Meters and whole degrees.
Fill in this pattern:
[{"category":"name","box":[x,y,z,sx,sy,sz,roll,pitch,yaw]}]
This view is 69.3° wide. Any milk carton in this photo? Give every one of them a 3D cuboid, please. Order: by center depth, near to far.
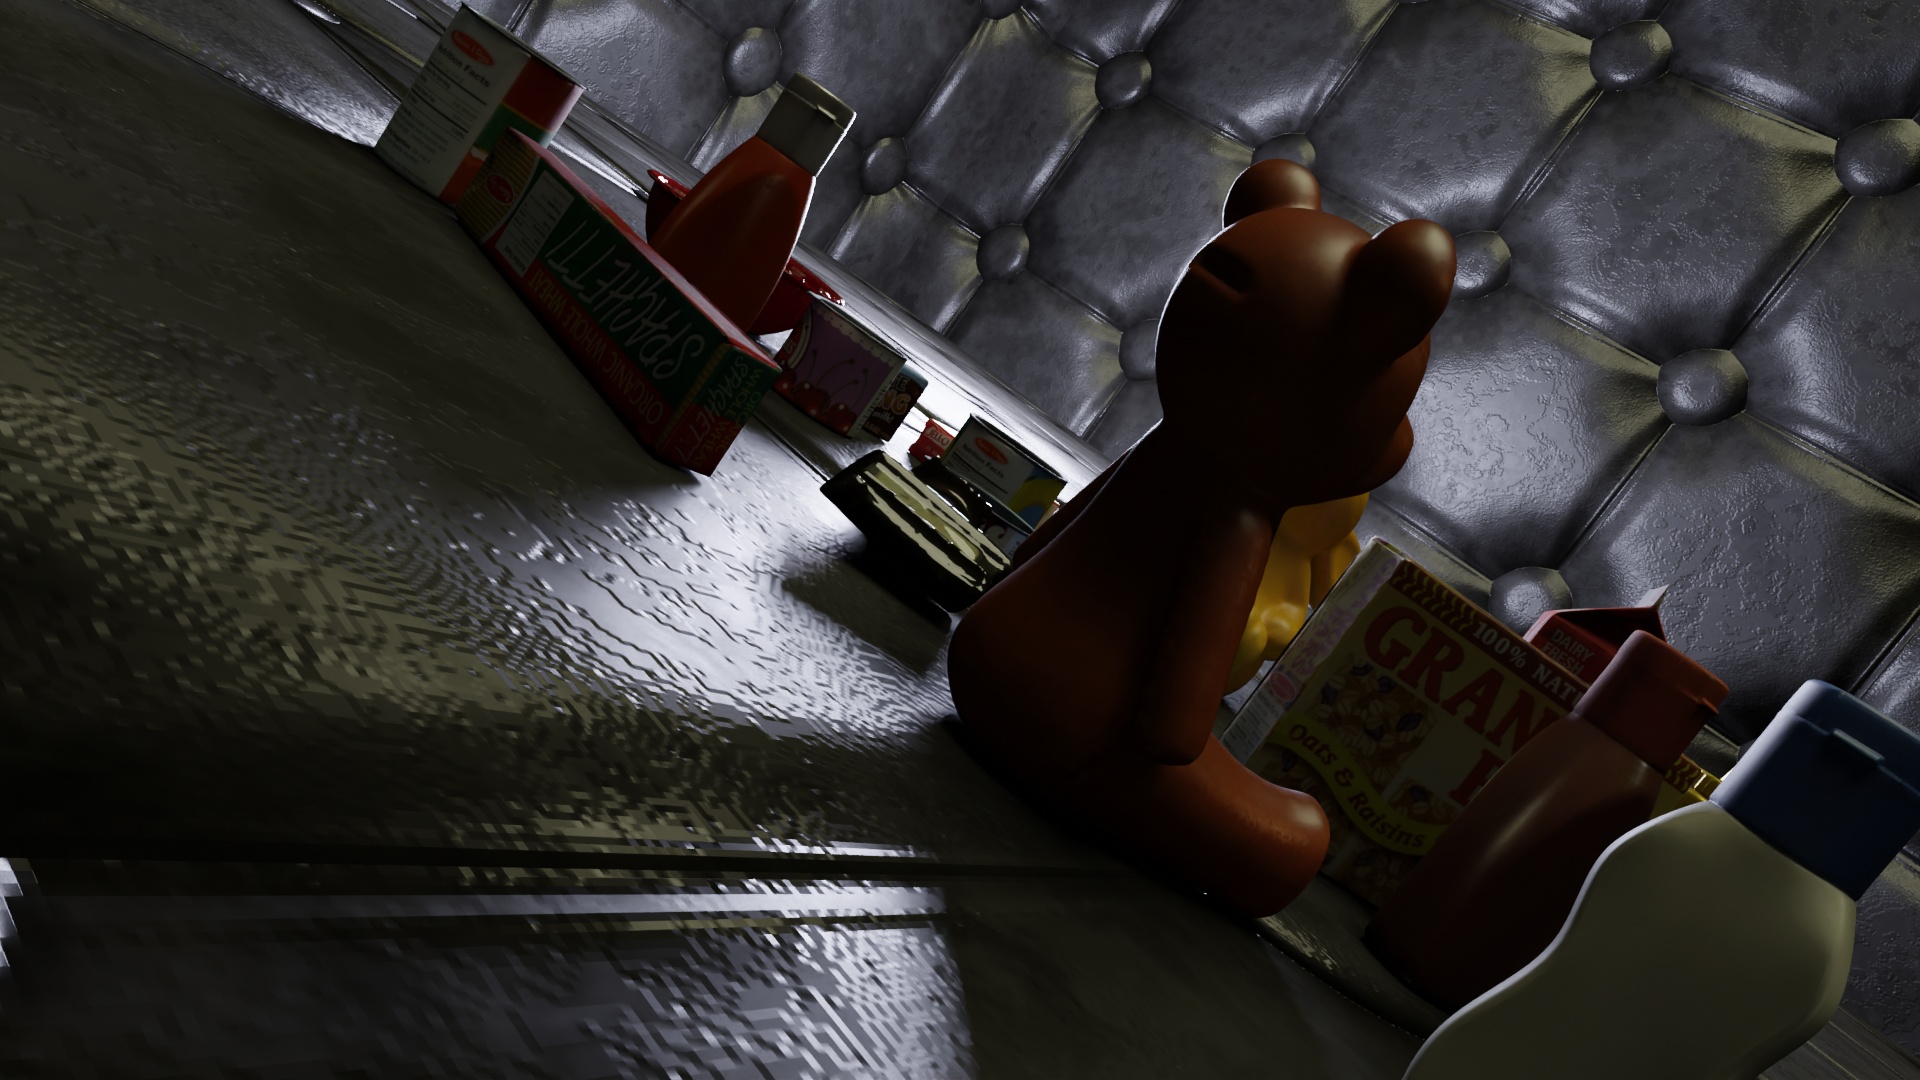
[{"category":"milk carton","box":[0.304,0.101,0.723,0.073,0.190,0.072,38,8,17]}]

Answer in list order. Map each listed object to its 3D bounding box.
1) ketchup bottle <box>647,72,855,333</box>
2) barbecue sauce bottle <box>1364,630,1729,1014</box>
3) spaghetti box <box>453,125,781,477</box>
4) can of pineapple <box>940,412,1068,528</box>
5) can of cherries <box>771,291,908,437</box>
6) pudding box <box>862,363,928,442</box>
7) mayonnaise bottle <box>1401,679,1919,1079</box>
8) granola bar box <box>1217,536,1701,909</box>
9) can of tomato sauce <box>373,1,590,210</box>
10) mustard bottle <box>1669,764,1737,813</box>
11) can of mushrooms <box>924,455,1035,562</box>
[{"category":"ketchup bottle","box":[-0.108,-0.161,0.694,0.064,0.148,0.044,31,9,-31]},{"category":"barbecue sauce bottle","box":[0.212,0.101,0.497,0.065,0.148,0.044,30,9,-34]},{"category":"spaghetti box","box":[-0.148,-0.105,0.562,0.028,0.050,0.251,28,11,-46]},{"category":"can of pineapple","box":[0.017,-0.028,0.763,0.071,0.058,0.071,35,8,-5]},{"category":"can of cherries","box":[-0.076,-0.103,0.812,0.071,0.058,0.071,35,8,-5]},{"category":"pudding box","box":[-0.067,-0.105,0.886,0.083,0.049,0.030,30,9,-33]},{"category":"mayonnaise bottle","box":[0.170,0.102,0.328,0.065,0.148,0.041,41,9,36]},{"category":"granola bar box","box":[0.200,0.094,0.573,0.165,0.124,0.039,33,8,-14]},{"category":"can of tomato sauce","box":[-0.231,-0.204,0.674,0.071,0.083,0.071,35,8,-5]},{"category":"mustard bottle","box":[0.397,0.176,0.776,0.049,0.160,0.065,29,10,-40]},{"category":"can of mushrooms","box":[0.002,-0.009,0.679,0.071,0.033,0.071,35,8,-5]}]
